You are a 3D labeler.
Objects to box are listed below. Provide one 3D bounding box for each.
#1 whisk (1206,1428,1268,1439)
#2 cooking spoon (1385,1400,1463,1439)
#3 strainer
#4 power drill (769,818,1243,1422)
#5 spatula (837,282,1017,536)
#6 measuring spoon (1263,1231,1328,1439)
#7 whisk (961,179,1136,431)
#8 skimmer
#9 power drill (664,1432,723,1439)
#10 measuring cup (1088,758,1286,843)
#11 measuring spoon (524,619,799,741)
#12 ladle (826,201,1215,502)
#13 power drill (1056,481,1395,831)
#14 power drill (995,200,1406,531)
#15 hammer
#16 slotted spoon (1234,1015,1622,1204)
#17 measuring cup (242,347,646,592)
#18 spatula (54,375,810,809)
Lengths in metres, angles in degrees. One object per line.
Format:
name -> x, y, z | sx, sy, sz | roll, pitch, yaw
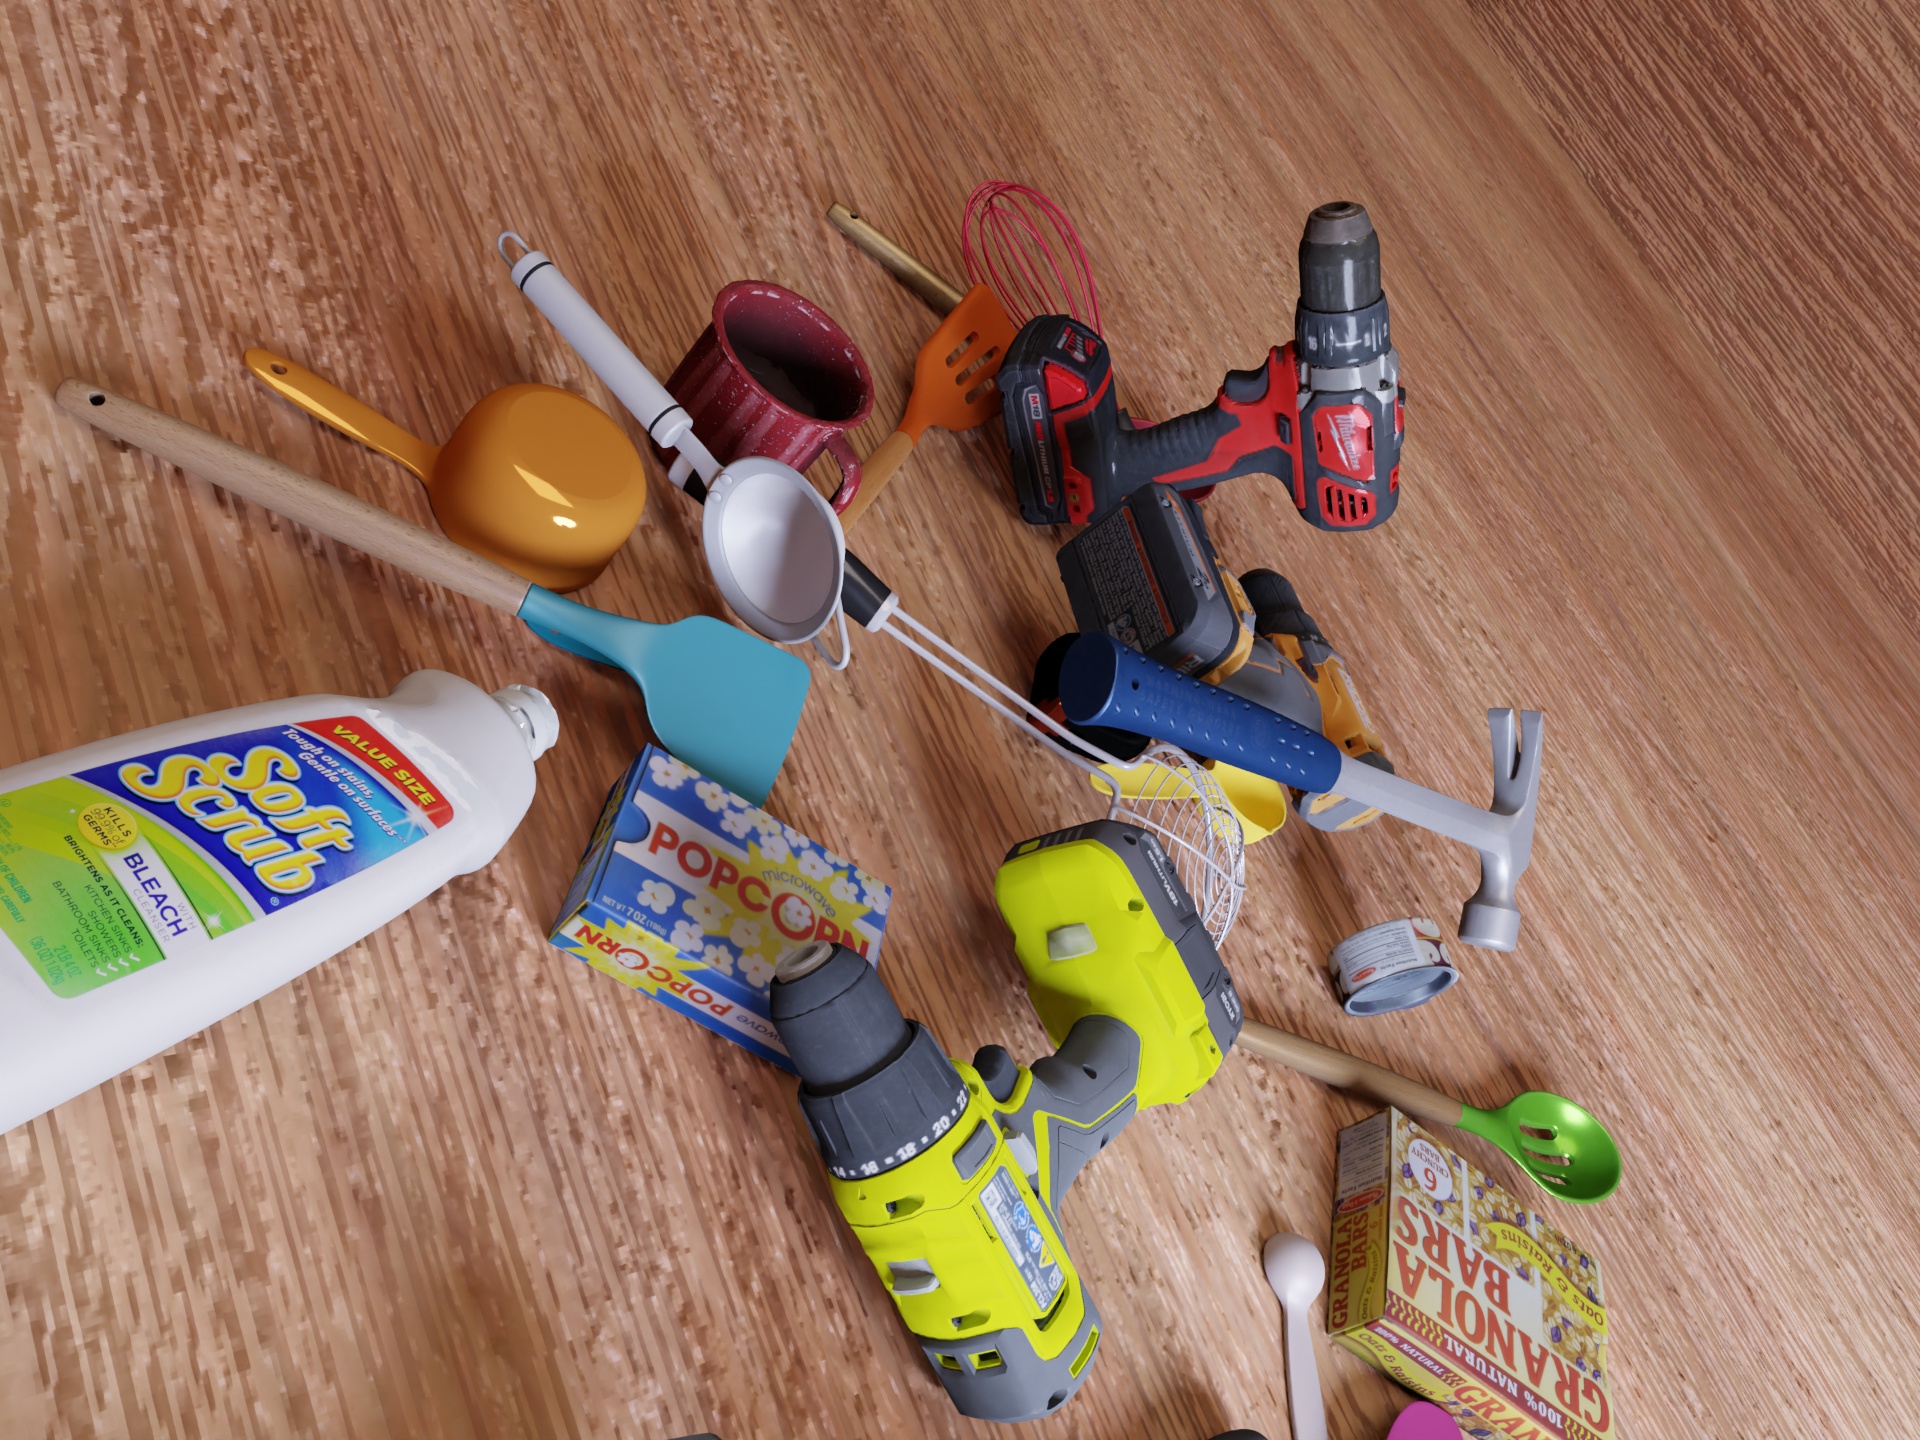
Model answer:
whisk -> 0.040, 0.311, 0.566 | 0.284, 0.070, 0.070 | -1, 59, -50
cooking spoon -> 0.141, 0.343, 0.643 | 0.318, 0.017, 0.069 | 6, 63, -50
strainer -> -0.124, -0.129, 0.724 | 0.258, 0.087, 0.050 | 48, 41, 4
power drill -> 0.023, 0.135, 0.652 | 0.228, 0.080, 0.190 | -41, 107, -52
spatula -> -0.035, -0.149, 0.892 | 0.081, 0.041, 0.323 | 60, 35, -23
measuring spoon -> 0.161, 0.294, 0.728 | 0.034, 0.018, 0.124 | 26, 44, -27
whisk -> 0.088, -0.214, 1.026 | 0.295, 0.073, 0.073 | 60, 37, -8
skimmer -> -0.001, -0.003, 0.794 | 0.363, 0.090, 0.127 | 37, 53, -5
power drill -> -0.138, 0.286, 0.388 | 0.223, 0.080, 0.171 | 8, 53, -40
measuring cup -> 0.123, 0.042, 0.898 | 0.156, 0.029, 0.062 | 5, 55, -39
measuring spoon -> -0.134, -0.024, 0.712 | 0.128, 0.021, 0.042 | 21, 71, -20
ladle -> 0.041, -0.241, 1.057 | 0.315, 0.031, 0.069 | 35, 49, -14
power drill -> 0.154, -0.050, 0.915 | 0.226, 0.084, 0.186 | 29, 35, -41
power drill -> 0.141, -0.198, 0.923 | 0.080, 0.227, 0.187 | -65, 149, -50
hammer -> 0.198, 0.022, 0.834 | 0.405, 0.035, 0.144 | 19, 81, -42
slotted spoon -> 0.256, 0.210, 0.886 | 0.313, 0.031, 0.070 | 24, 44, -26
measuring cup -> -0.216, -0.125, 0.684 | 0.173, 0.052, 0.095 | 30, 42, -26
spatula -> -0.206, -0.056, 0.652 | 0.317, 0.044, 0.082 | 26, 69, -17
